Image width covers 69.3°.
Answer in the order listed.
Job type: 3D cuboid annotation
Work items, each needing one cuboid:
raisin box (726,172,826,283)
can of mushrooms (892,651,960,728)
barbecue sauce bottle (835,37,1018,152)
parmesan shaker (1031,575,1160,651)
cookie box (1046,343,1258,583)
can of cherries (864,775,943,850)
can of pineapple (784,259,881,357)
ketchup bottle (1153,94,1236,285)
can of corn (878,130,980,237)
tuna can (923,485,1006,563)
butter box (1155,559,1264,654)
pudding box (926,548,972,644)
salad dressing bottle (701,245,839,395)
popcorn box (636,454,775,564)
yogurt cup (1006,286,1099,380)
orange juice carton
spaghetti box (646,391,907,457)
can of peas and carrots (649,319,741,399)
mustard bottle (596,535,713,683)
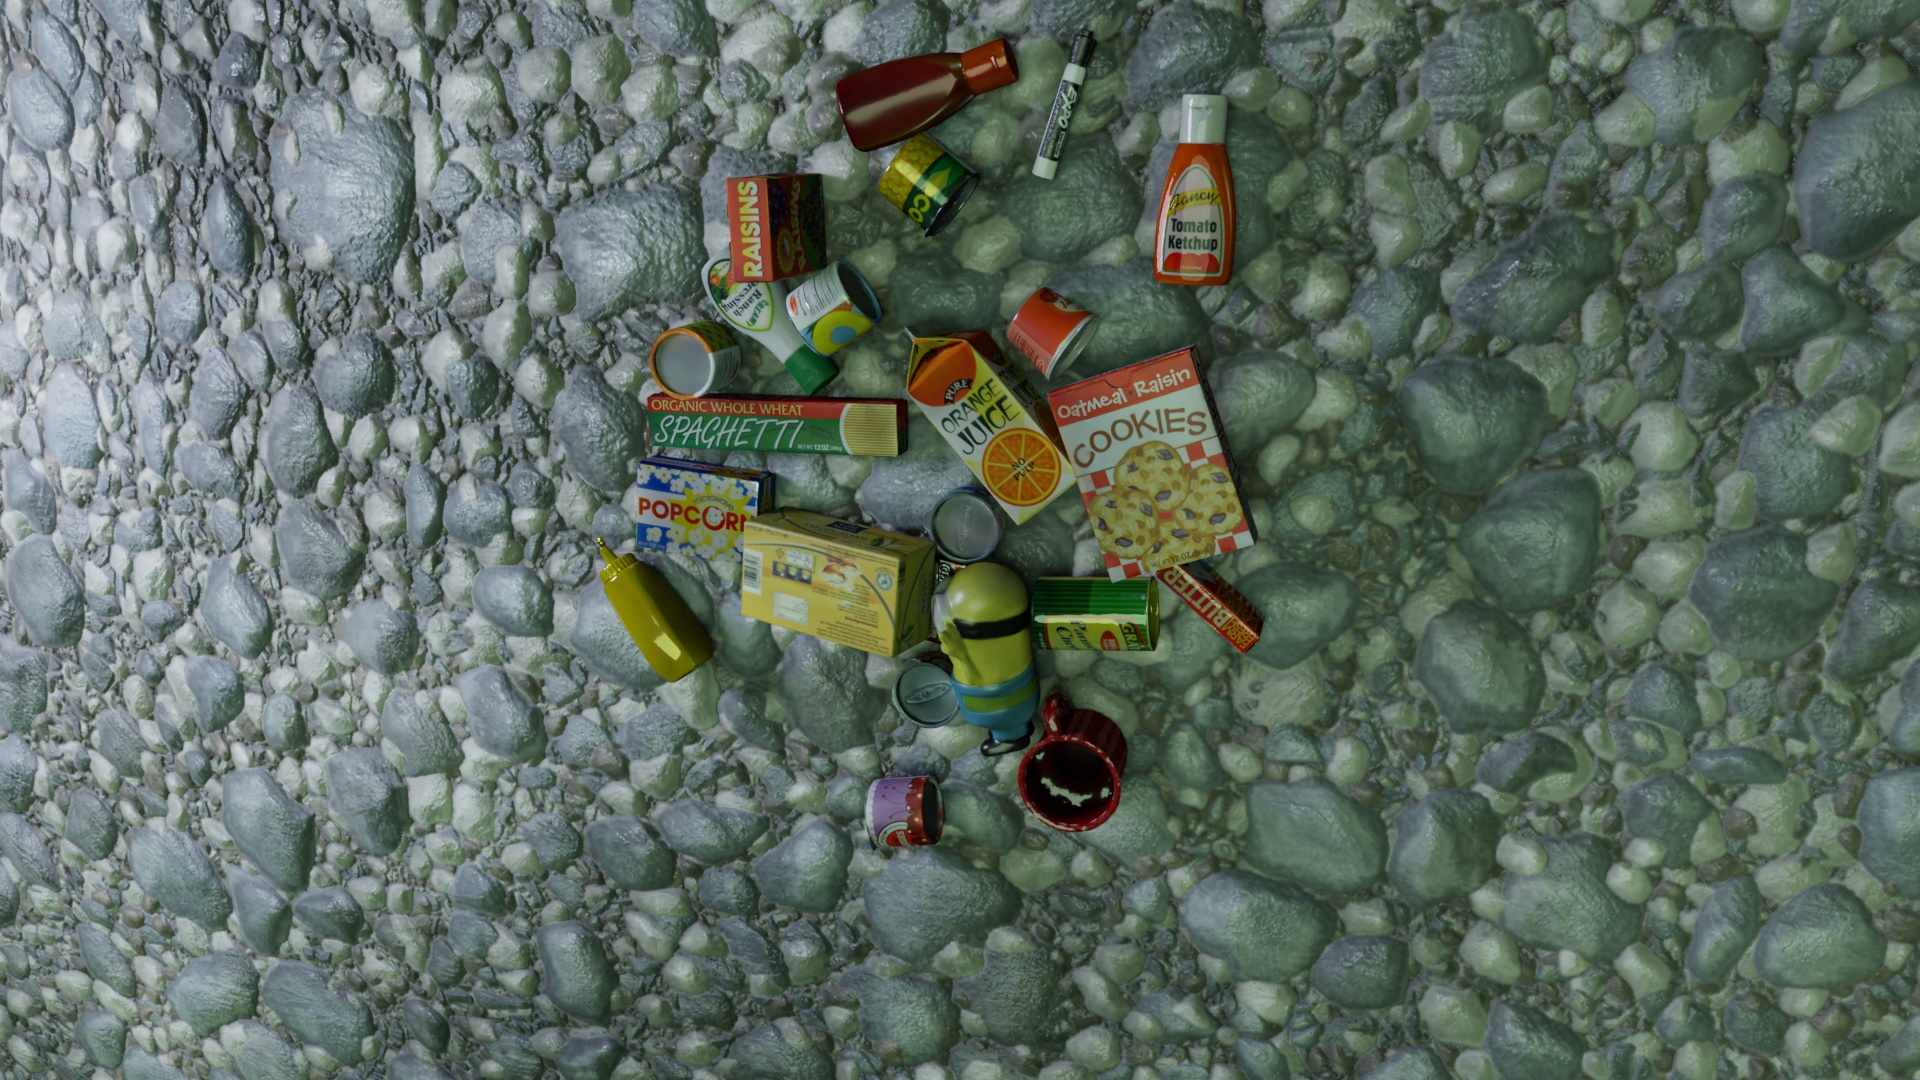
[{"bbox_3d":[-0.155,-0.267,1.178,0.040,0.124,0.085,3,107,15],"label":"raisin box"},{"bbox_3d":[-0.029,0.138,1.305,0.071,0.033,0.070,5,107,15],"label":"can of mushrooms"},{"bbox_3d":[-0.027,-0.375,1.155,0.148,0.044,0.064,-14,101,18],"label":"barbecue sauce bottle"},{"bbox_3d":[0.120,0.066,1.227,0.103,0.071,0.071,-1,105,17],"label":"parmesan shaker"},{"bbox_3d":[0.157,-0.062,1.129,0.123,0.040,0.167,-16,101,20],"label":"cookie box"},{"bbox_3d":[-0.053,0.262,1.327,0.058,0.072,0.071,-6,104,16],"label":"can of cherries"},{"bbox_3d":[-0.110,-0.203,1.216,0.057,0.071,0.071,-31,95,21],"label":"can of pineapple"},{"bbox_3d":[0.192,-0.282,1.120,0.065,0.044,0.148,6,106,14],"label":"ketchup bottle"},{"bbox_3d":[-0.028,-0.297,1.163,0.058,0.071,0.071,40,112,3],"label":"can of corn"},{"bbox_3d":[0.004,-0.016,1.253,0.071,0.033,0.071,4,106,15],"label":"tuna can"},{"bbox_3d":[0.217,0.049,1.200,0.103,0.053,0.024,42,114,1],"label":"butter box"},{"bbox_3d":[-0.021,0.051,1.280,0.050,0.030,0.083,16,109,10],"label":"pudding box"},{"bbox_3d":[-0.168,-0.197,1.244,0.064,0.044,0.147,-40,92,21],"label":"salad dressing bottle"},{"bbox_3d":[-0.243,-0.029,1.316,0.127,0.038,0.085,9,107,13],"label":"popcorn box"},{"bbox_3d":[0.076,-0.177,1.172,0.054,0.072,0.072,39,112,11],"label":"yogurt cup"},{"bbox_3d":[0.023,-0.114,1.199,0.073,0.072,0.192,-39,93,21],"label":"orange juice carton"},{"bbox_3d":[-0.171,-0.108,1.279,0.250,0.029,0.050,3,105,15],"label":"spaghetti box"},{"bbox_3d":[-0.244,-0.166,1.267,0.071,0.059,0.070,4,106,14],"label":"can of peas and carrots"},{"bbox_3d":[-0.306,0.062,1.349,0.048,0.065,0.160,-38,87,17],"label":"mustard bottle"}]
